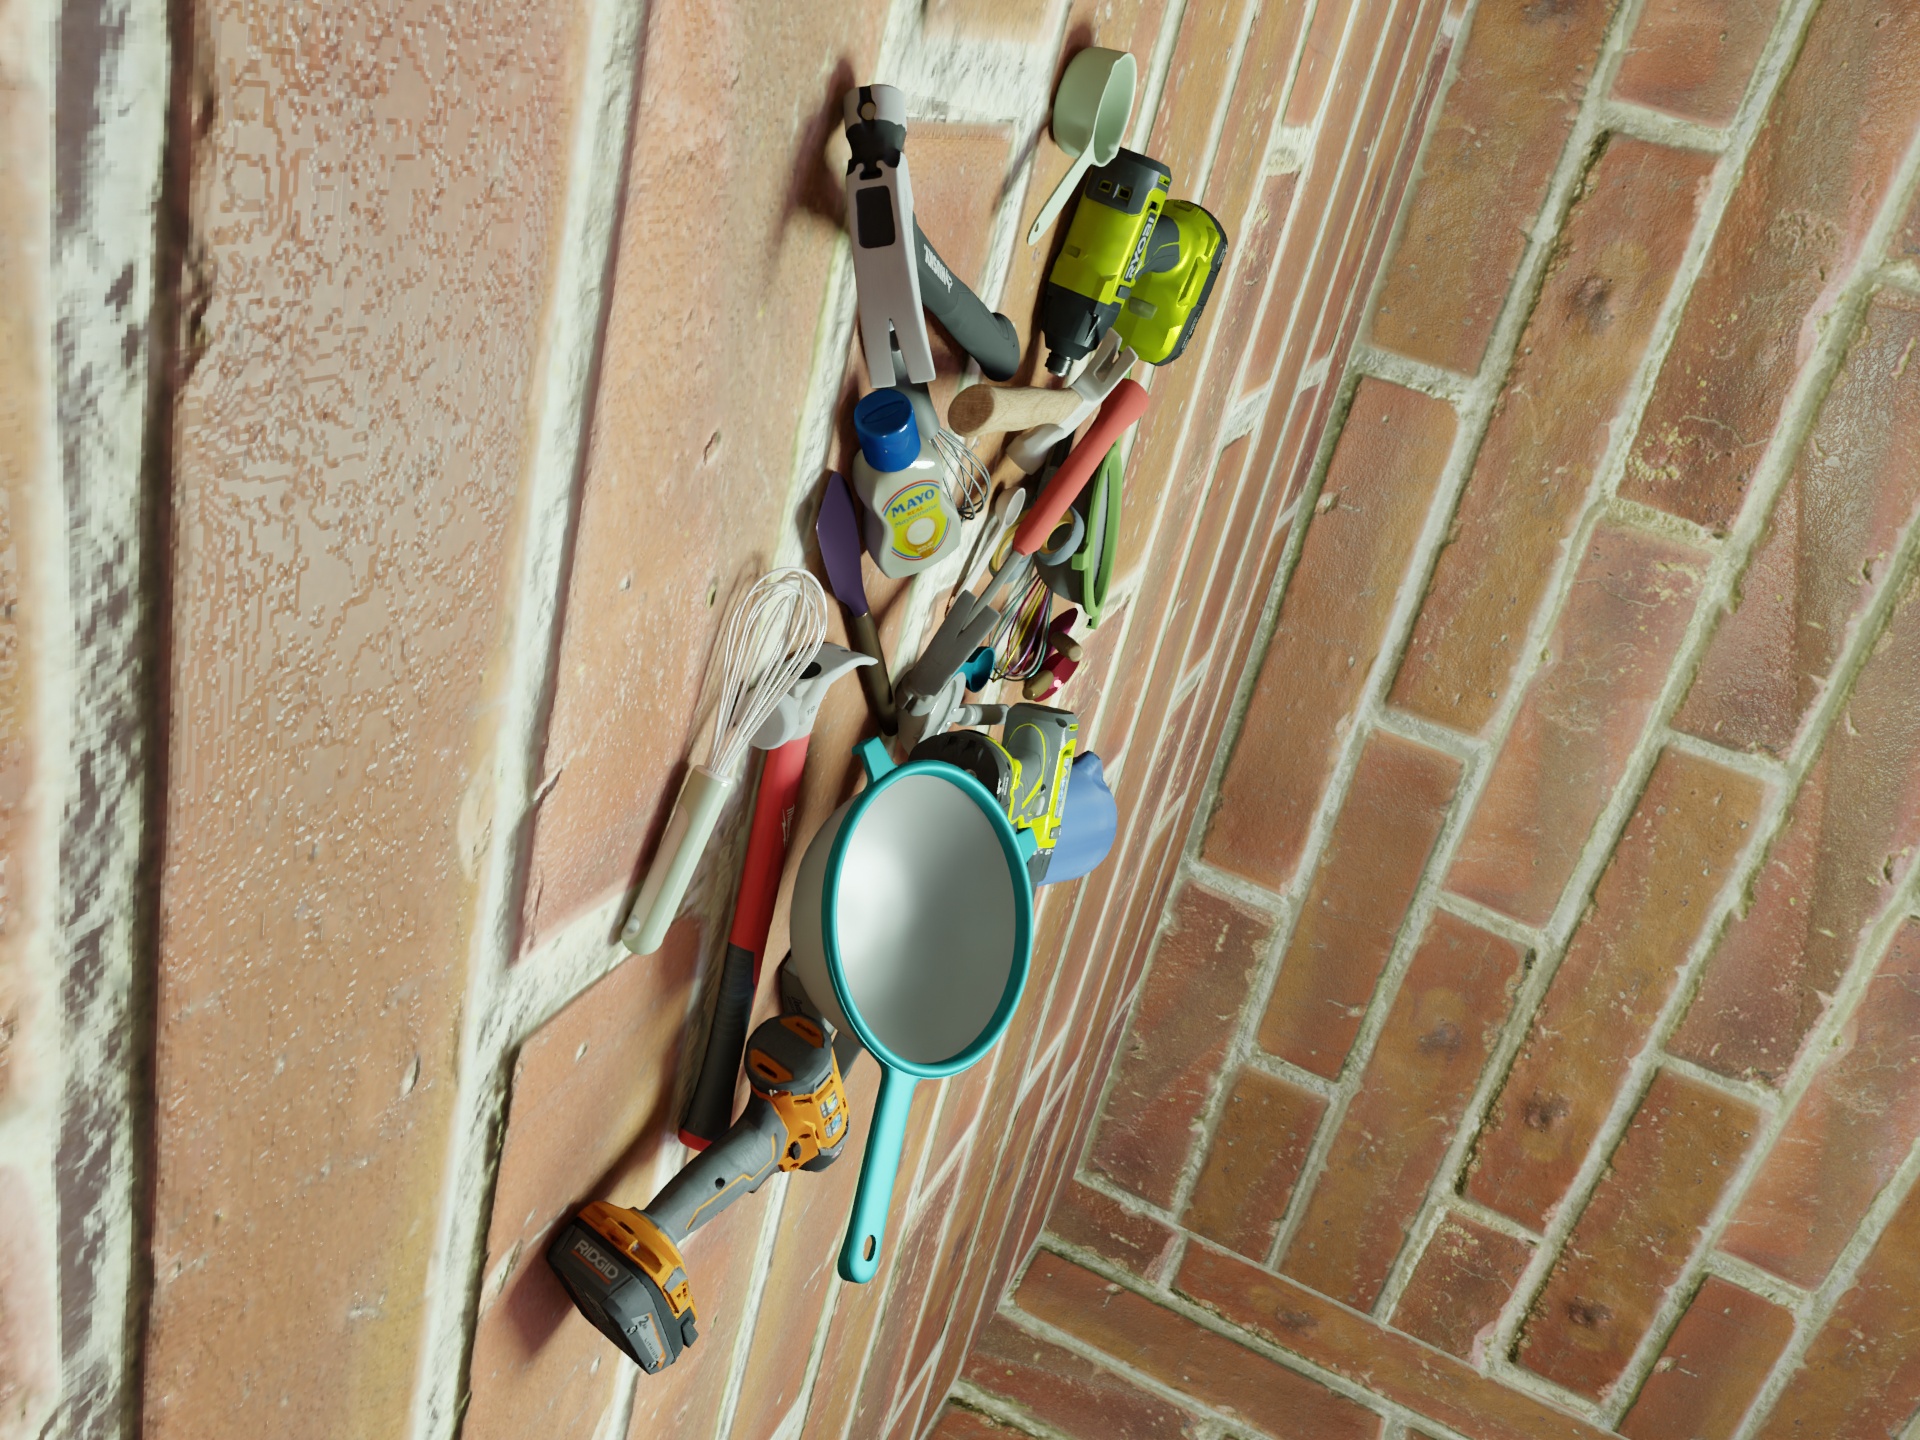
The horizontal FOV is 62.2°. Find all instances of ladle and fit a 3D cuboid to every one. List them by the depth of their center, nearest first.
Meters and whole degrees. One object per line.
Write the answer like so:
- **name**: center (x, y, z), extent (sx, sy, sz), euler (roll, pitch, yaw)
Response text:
- **ladle**: center (0.079, -0.037, 1.510), extent (0.069, 0.031, 0.315), euler (-51, 177, 9)

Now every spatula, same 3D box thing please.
- **spatula**: center (-0.067, -0.066, 1.095), extent (0.315, 0.018, 0.060), euler (80, 22, -62)

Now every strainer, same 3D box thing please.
- **strainer**: center (-0.060, 0.194, 1.065), extent (0.210, 0.095, 0.341), euler (32, 62, -44)
- **strainer**: center (-0.002, -0.004, 1.316), extent (0.087, 0.050, 0.258), euler (-64, 162, 10)
- **strainer**: center (0.106, -0.219, 1.414), extent (0.151, 0.069, 0.256), euler (62, 36, -69)

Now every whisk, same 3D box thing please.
- **whisk**: center (-0.142, 0.024, 0.929), extent (0.059, 0.058, 0.246), euler (23, 92, -40)
- **whisk**: center (-0.021, -0.192, 1.031), extent (0.055, 0.055, 0.238), euler (-64, 160, -15)
- **whisk**: center (0.082, -0.133, 1.461), extent (0.047, 0.051, 0.245), euler (74, 37, -57)

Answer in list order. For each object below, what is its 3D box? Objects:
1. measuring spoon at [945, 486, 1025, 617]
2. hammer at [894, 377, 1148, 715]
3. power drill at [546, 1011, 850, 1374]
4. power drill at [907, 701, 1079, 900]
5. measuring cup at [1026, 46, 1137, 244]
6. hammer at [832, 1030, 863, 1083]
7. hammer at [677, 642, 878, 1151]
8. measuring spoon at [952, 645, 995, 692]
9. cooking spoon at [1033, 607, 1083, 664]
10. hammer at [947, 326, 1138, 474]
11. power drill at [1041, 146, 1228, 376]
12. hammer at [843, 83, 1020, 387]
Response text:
- **measuring spoon**: center (0.015, -0.138, 1.292), extent (0.124, 0.018, 0.034), euler (-60, 164, -5)
- **hammer**: center (0.064, -0.158, 1.219), extent (0.359, 0.036, 0.149), euler (-56, -177, -36)
- **power drill**: center (-0.162, 0.325, 1.088), extent (0.226, 0.084, 0.164), euler (-45, 148, -29)
- **power drill**: center (0.026, 0.086, 1.283), extent (0.228, 0.080, 0.190), euler (-7, 108, -69)
- **measuring cup**: center (0.071, -0.392, 1.090), extent (0.168, 0.038, 0.083), euler (-60, 163, -20)
- **hammer**: center (-0.054, 0.231, 1.399), extent (0.144, 0.035, 0.405), euler (-61, 174, 16)
- **hammer**: center (-0.136, 0.133, 1.093), extent (0.143, 0.038, 0.386), euler (-41, 149, -62)
- **measuring spoon**: center (-0.009, -0.045, 1.334), extent (0.128, 0.021, 0.042), euler (-6, 116, -62)
- **cooking spoon**: center (0.091, -0.073, 1.444), extent (0.069, 0.017, 0.319), euler (-53, -175, 5)
- **hammer**: center (0.052, -0.220, 1.108), extent (0.130, 0.031, 0.331), euler (-44, 178, 19)
- **power drill**: center (0.135, -0.357, 1.284), extent (0.223, 0.080, 0.171), euler (-20, 134, -65)
- **hammer**: center (-0.007, -0.249, 0.959), extent (0.334, 0.035, 0.146), euler (-3, 89, -78)
